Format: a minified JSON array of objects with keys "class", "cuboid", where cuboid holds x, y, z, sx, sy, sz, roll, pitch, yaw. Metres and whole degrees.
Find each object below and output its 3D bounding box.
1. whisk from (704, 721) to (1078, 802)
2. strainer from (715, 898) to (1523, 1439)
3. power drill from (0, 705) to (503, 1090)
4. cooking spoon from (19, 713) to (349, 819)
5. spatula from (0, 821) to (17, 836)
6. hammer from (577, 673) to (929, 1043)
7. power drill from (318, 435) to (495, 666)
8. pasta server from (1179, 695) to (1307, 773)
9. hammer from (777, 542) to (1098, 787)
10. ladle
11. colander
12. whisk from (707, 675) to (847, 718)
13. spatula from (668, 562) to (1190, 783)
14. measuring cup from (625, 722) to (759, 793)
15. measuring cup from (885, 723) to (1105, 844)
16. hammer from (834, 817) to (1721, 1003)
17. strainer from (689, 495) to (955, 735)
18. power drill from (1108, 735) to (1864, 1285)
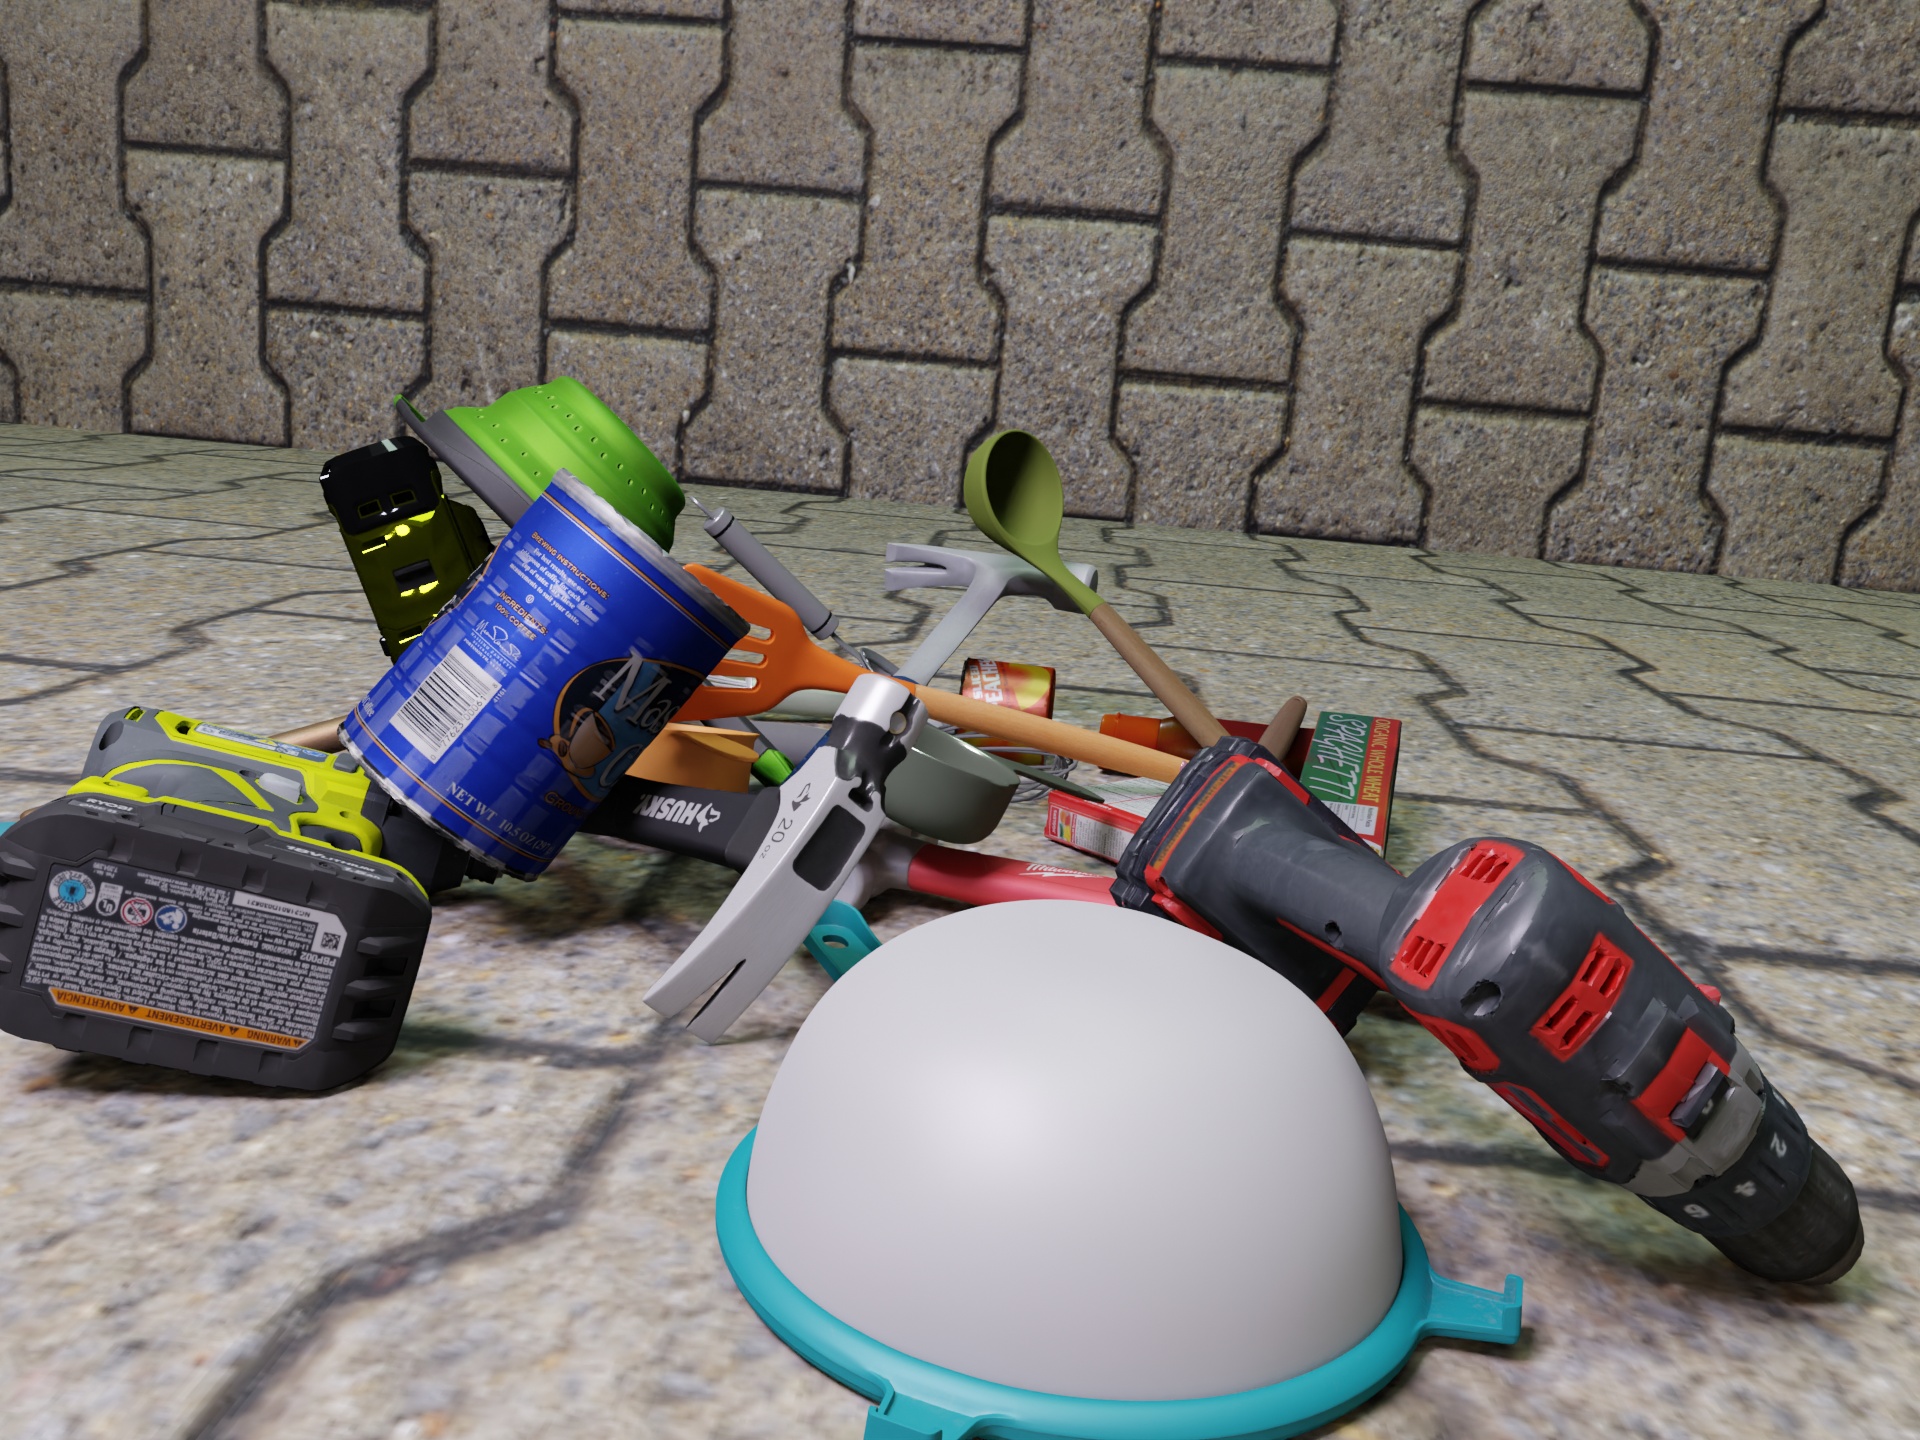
[{"class":"whisk","cuboid":[-0.046,0.017,0.949,0.239,0.055,0.055,3,12,14]},{"class":"strainer","cuboid":[0.011,0.093,0.525,0.211,0.095,0.341,-1,15,-24]},{"class":"power drill","cuboid":[-0.262,0.056,0.609,0.171,0.080,0.223,16,6,-16]},{"class":"cooking spoon","cuboid":[-0.295,0.002,0.799,0.319,0.017,0.069,-19,44,-23]},{"class":"spatula","cuboid":[-0.367,0.086,0.585,0.082,0.044,0.318,2,18,-18]},{"class":"hammer","cuboid":[-0.152,0.043,0.703,0.035,0.146,0.335,42,-22,-32]},{"class":"power drill","cuboid":[-0.307,-0.060,0.949,0.080,0.190,0.228,-21,7,-12]},{"class":"pasta server","cuboid":[0.167,0.019,0.869,0.060,0.040,0.316,21,19,13]},{"class":"hammer","cuboid":[-0.035,-0.023,0.925,0.144,0.035,0.406,10,27,15]},{"class":"ladle","cuboid":[0.106,-0.057,0.966,0.078,0.062,0.320,-10,53,-47]},{"class":"colander","cuboid":[-0.187,-0.097,0.962,0.397,0.094,0.204,42,-6,26]},{"class":"whisk","cuboid":[-0.152,-0.020,1.077,0.246,0.059,0.057,5,-21,-17]},{"class":"spatula","cuboid":[-0.001,-0.003,0.816,0.322,0.081,0.041,15,11,-17]},{"class":"measuring cup","cuboid":[-0.134,0.031,0.787,0.095,0.052,0.174,6,3,-26]},{"class":"measuring cup","cuboid":[0.014,0.037,0.755,0.083,0.038,0.167,32,9,40]},{"class":"hammer","cuboid":[0.126,0.090,0.711,0.386,0.038,0.143,10,12,21]},{"class":"strainer","cuboid":[-0.085,-0.055,1.034,0.258,0.050,0.087,45,8,-26]},{"class":"power drill","cuboid":[0.168,0.093,0.527,0.187,0.080,0.227,40,-7,-21]}]
